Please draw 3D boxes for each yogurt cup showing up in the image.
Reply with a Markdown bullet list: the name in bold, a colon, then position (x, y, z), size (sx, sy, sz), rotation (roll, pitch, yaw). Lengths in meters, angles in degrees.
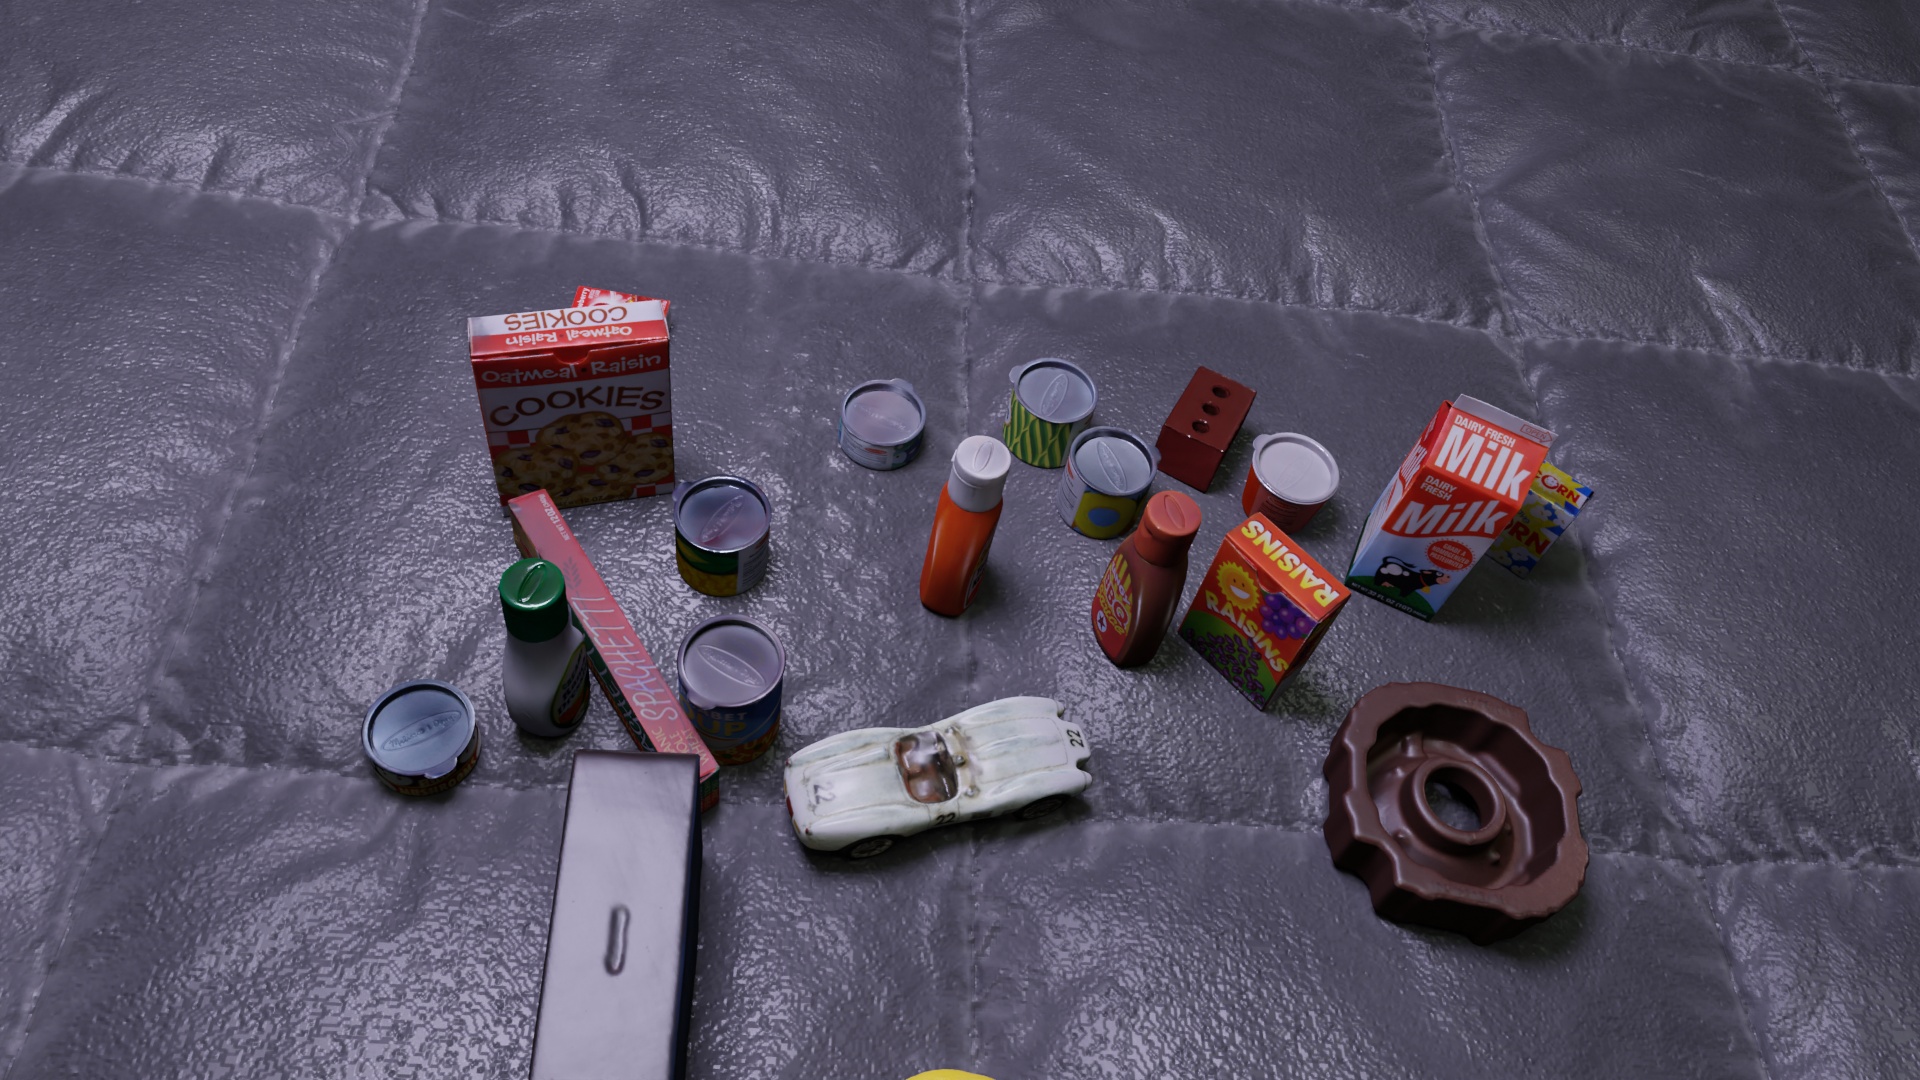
- **yogurt cup**: position (0.252, -0.041, 1.076), size (0.072, 0.053, 0.073), rotation (5, 54, -7)

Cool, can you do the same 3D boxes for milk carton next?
- **milk carton**: position (0.352, -0.030, 1.002), size (0.072, 0.189, 0.074), rotation (25, 54, 8)

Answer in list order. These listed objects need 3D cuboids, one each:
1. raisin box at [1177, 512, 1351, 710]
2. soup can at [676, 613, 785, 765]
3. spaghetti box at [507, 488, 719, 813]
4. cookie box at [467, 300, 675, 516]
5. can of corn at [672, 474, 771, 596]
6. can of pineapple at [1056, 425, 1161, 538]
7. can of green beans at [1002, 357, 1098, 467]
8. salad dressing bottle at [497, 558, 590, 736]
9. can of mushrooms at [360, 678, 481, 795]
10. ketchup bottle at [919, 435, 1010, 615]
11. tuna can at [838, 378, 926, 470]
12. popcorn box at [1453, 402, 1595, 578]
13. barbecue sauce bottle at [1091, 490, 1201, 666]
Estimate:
- **raisin box**: position (0.206, 0.050, 0.958), size (0.040, 0.122, 0.086), rotation (-32, 66, -28)
- **soup can**: position (-0.148, 0.098, 0.884), size (0.071, 0.083, 0.072), rotation (5, 54, -7)
- **spaghetti box**: position (-0.229, 0.071, 0.910), size (0.029, 0.050, 0.251), rotation (-26, 63, -25)
- **cookie box**: position (-0.260, -0.087, 0.946), size (0.123, 0.166, 0.040), rotation (-9, 57, -16)
- **can of corn**: position (-0.168, -0.004, 0.970), size (0.071, 0.058, 0.071), rotation (5, 54, -7)
- **can of pineapple**: position (0.111, -0.043, 1.050), size (0.071, 0.057, 0.071), rotation (5, 54, -7)
- **can of green beans**: position (0.069, -0.099, 1.083), size (0.071, 0.057, 0.071), rotation (5, 54, -7)
- **salad dressing bottle**: position (-0.255, 0.067, 0.848), size (0.044, 0.146, 0.064), rotation (18, 53, 3)
- **can of mushrooms**: position (-0.333, 0.124, 0.862), size (0.071, 0.033, 0.071), rotation (5, 54, -7)
- **ketchup bottle**: position (0.003, -0.012, 0.951), size (0.043, 0.148, 0.065), rotation (19, 54, 4)
- **tuna can**: position (-0.060, -0.090, 1.069), size (0.071, 0.032, 0.071), rotation (5, 54, -7)
- **popcorn box**: position (0.412, -0.039, 1.084), size (0.127, 0.084, 0.038), rotation (37, 57, 16)
- **barbecue sauce bottle**: position (0.127, 0.024, 0.948), size (0.044, 0.147, 0.065), rotation (-8, 56, -16)
